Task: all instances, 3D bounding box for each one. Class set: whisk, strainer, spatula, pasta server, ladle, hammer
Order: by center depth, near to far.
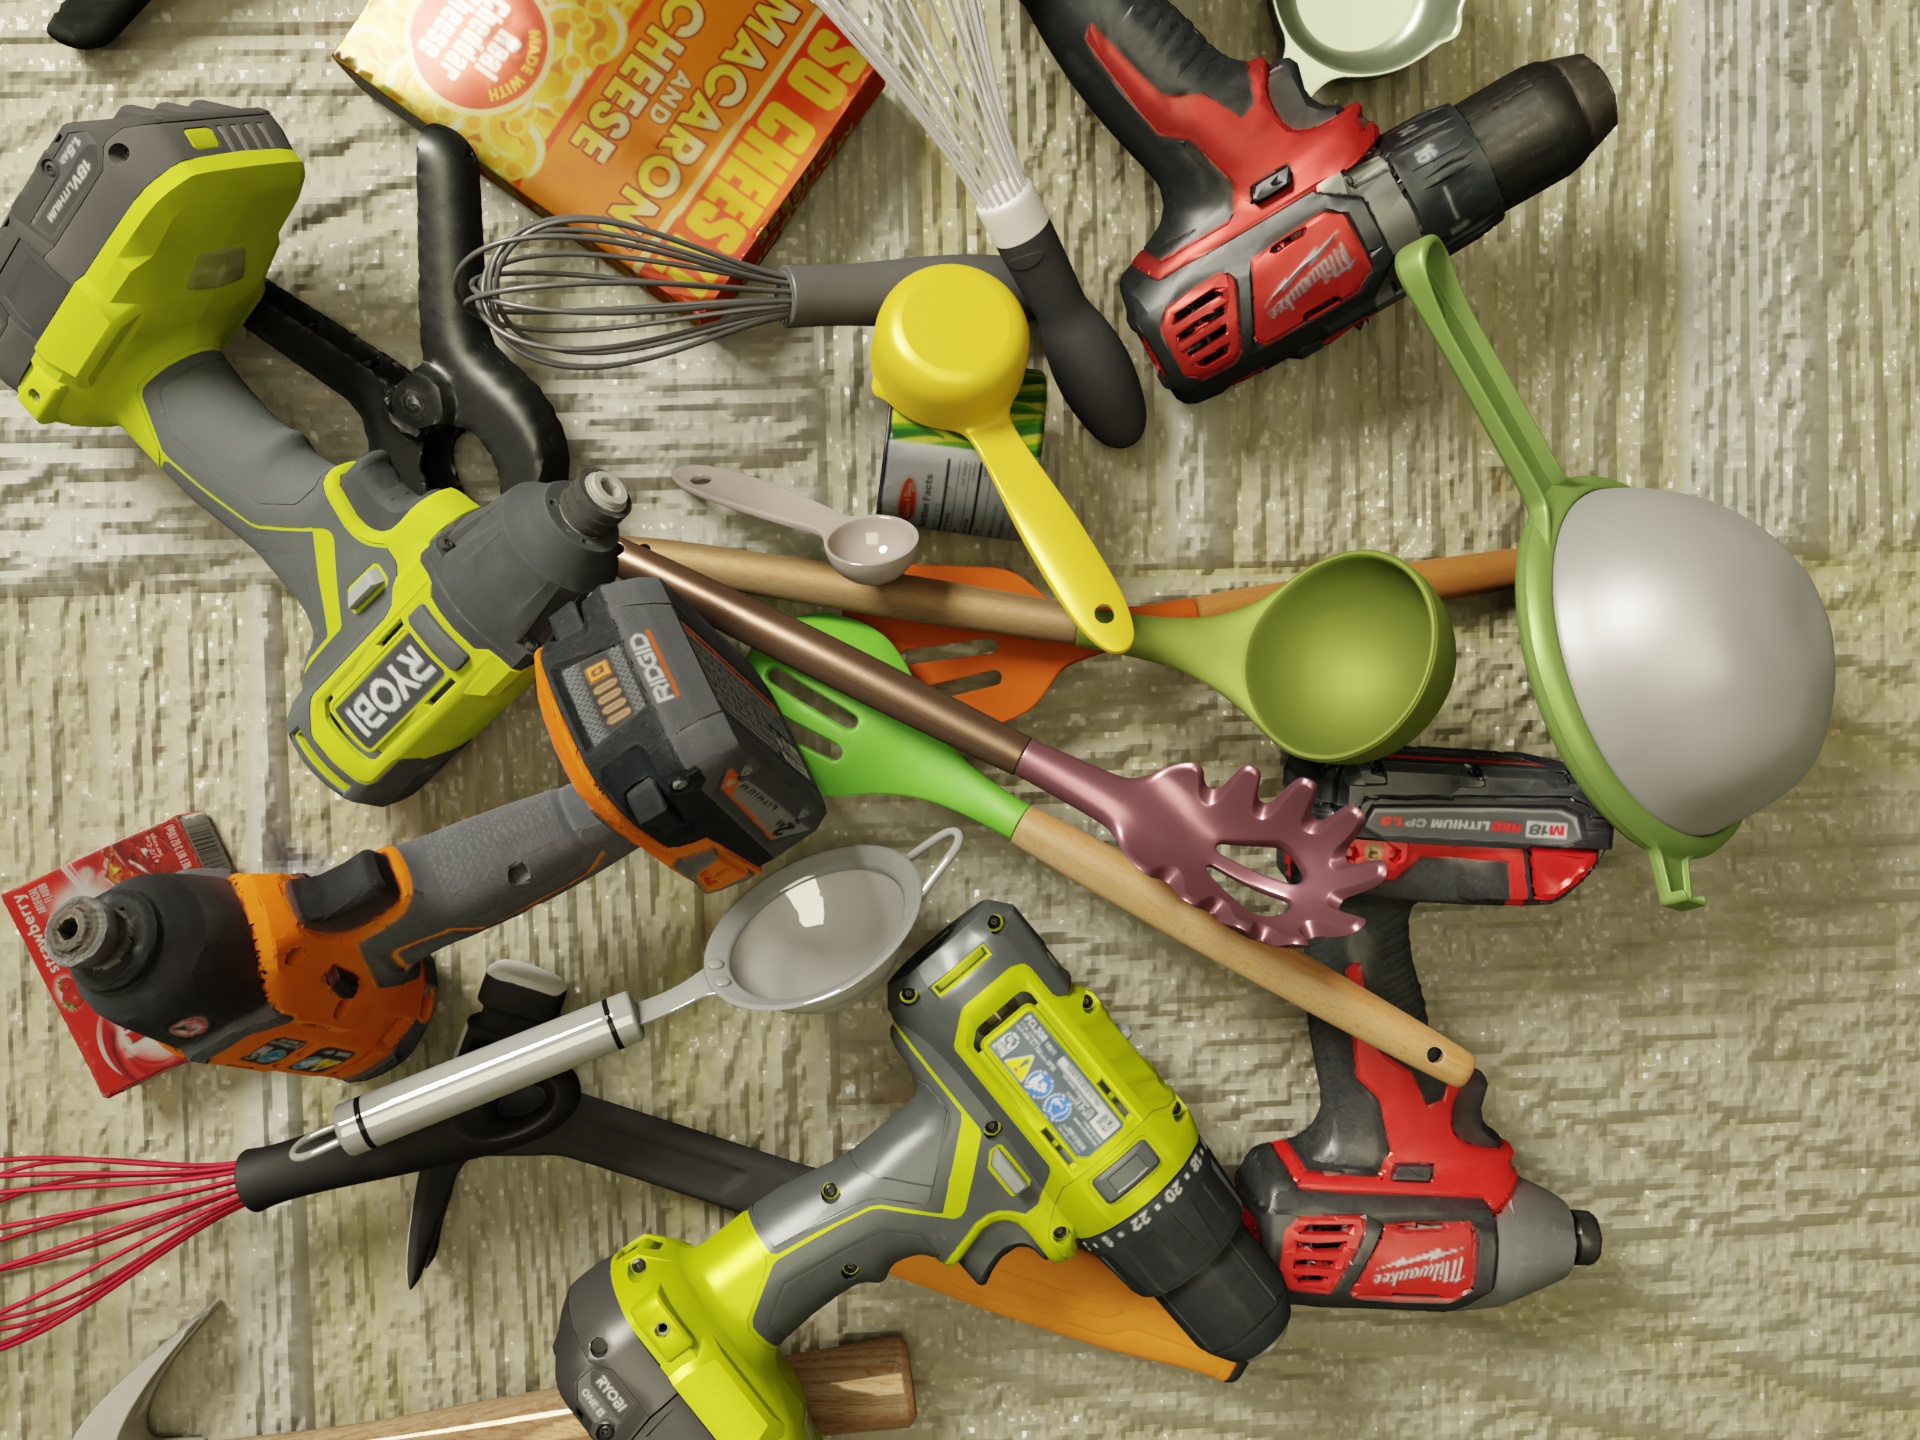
[{"bbox_3d":[0.003,-0.203,0.553,0.070,0.070,0.284,-35,128,-1],"label":"whisk"},{"bbox_3d":[0.245,-0.071,0.569,0.256,0.069,0.151,55,50,-12],"label":"strainer"},{"bbox_3d":[-0.113,0.106,0.574,0.258,0.087,0.050,-21,119,-10],"label":"strainer"},{"bbox_3d":[-0.001,-0.002,0.575,0.316,0.040,0.060,26,69,9],"label":"pasta server"},{"bbox_3d":[-0.062,-0.158,0.582,0.239,0.055,0.055,-8,93,-25],"label":"whisk"},{"bbox_3d":[0.017,-0.043,0.586,0.320,0.062,0.078,10,79,11],"label":"ladle"},{"bbox_3d":[-0.282,0.176,0.593,0.296,0.073,0.073,-17,93,3],"label":"whisk"},{"bbox_3d":[-0.183,0.282,0.629,0.331,0.031,0.130,-7,93,-3],"label":"hammer"},{"bbox_3d":[-0.046,0.205,0.632,0.337,0.034,0.127,18,90,-3],"label":"hammer"},{"bbox_3d":[0.115,-0.046,0.639,0.322,0.041,0.081,-9,91,-7],"label":"spatula"}]

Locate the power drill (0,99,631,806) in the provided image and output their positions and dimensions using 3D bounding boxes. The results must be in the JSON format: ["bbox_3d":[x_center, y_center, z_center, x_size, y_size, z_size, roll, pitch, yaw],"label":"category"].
[{"bbox_3d":[-0.227,-0.097,0.562,0.171,0.080,0.223,-37,96,31],"label":"power drill"}]

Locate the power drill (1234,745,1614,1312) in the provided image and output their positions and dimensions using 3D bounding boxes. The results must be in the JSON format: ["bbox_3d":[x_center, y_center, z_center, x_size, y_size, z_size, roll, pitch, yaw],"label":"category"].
[{"bbox_3d":[0.186,0.123,0.622,0.143,0.078,0.219,4,95,-2],"label":"power drill"}]

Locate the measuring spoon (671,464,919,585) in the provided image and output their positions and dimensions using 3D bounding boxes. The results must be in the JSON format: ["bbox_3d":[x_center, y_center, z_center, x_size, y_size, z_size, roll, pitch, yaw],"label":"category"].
[{"bbox_3d":[-0.065,-0.074,0.602,0.034,0.124,0.018,-37,137,-35],"label":"measuring spoon"}]

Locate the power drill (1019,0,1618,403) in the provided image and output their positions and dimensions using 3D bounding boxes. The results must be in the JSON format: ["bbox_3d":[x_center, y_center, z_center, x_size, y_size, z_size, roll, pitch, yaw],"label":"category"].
[{"bbox_3d":[0.111,-0.251,0.575,0.188,0.080,0.226,-28,105,14],"label":"power drill"}]

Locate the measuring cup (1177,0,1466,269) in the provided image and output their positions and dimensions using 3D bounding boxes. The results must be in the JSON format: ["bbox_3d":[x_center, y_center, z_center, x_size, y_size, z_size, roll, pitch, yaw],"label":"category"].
[{"bbox_3d":[0.132,-0.252,0.631,0.083,0.038,0.167,33,107,-4],"label":"measuring cup"}]

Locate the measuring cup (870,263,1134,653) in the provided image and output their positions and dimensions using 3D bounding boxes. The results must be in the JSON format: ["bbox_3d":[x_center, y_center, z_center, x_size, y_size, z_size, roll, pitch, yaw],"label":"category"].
[{"bbox_3d":[0.020,-0.093,0.554,0.062,0.029,0.157,-26,76,-13],"label":"measuring cup"}]

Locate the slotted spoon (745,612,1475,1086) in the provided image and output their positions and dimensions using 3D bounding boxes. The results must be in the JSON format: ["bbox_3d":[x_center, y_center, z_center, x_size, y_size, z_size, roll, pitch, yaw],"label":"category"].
[{"bbox_3d":[0.046,0.049,0.592,0.314,0.031,0.070,29,90,12],"label":"slotted spoon"}]

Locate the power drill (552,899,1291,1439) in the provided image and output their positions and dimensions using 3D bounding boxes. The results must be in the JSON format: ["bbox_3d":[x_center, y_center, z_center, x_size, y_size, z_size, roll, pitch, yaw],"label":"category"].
[{"bbox_3d":[-0.010,0.205,0.578,0.228,0.080,0.190,-39,90,-5],"label":"power drill"}]

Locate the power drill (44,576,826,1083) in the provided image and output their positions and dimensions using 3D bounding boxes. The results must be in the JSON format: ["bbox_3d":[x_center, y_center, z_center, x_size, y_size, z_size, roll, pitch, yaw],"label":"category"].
[{"bbox_3d":[-0.174,0.045,0.536,0.226,0.164,0.084,-30,69,3],"label":"power drill"}]
